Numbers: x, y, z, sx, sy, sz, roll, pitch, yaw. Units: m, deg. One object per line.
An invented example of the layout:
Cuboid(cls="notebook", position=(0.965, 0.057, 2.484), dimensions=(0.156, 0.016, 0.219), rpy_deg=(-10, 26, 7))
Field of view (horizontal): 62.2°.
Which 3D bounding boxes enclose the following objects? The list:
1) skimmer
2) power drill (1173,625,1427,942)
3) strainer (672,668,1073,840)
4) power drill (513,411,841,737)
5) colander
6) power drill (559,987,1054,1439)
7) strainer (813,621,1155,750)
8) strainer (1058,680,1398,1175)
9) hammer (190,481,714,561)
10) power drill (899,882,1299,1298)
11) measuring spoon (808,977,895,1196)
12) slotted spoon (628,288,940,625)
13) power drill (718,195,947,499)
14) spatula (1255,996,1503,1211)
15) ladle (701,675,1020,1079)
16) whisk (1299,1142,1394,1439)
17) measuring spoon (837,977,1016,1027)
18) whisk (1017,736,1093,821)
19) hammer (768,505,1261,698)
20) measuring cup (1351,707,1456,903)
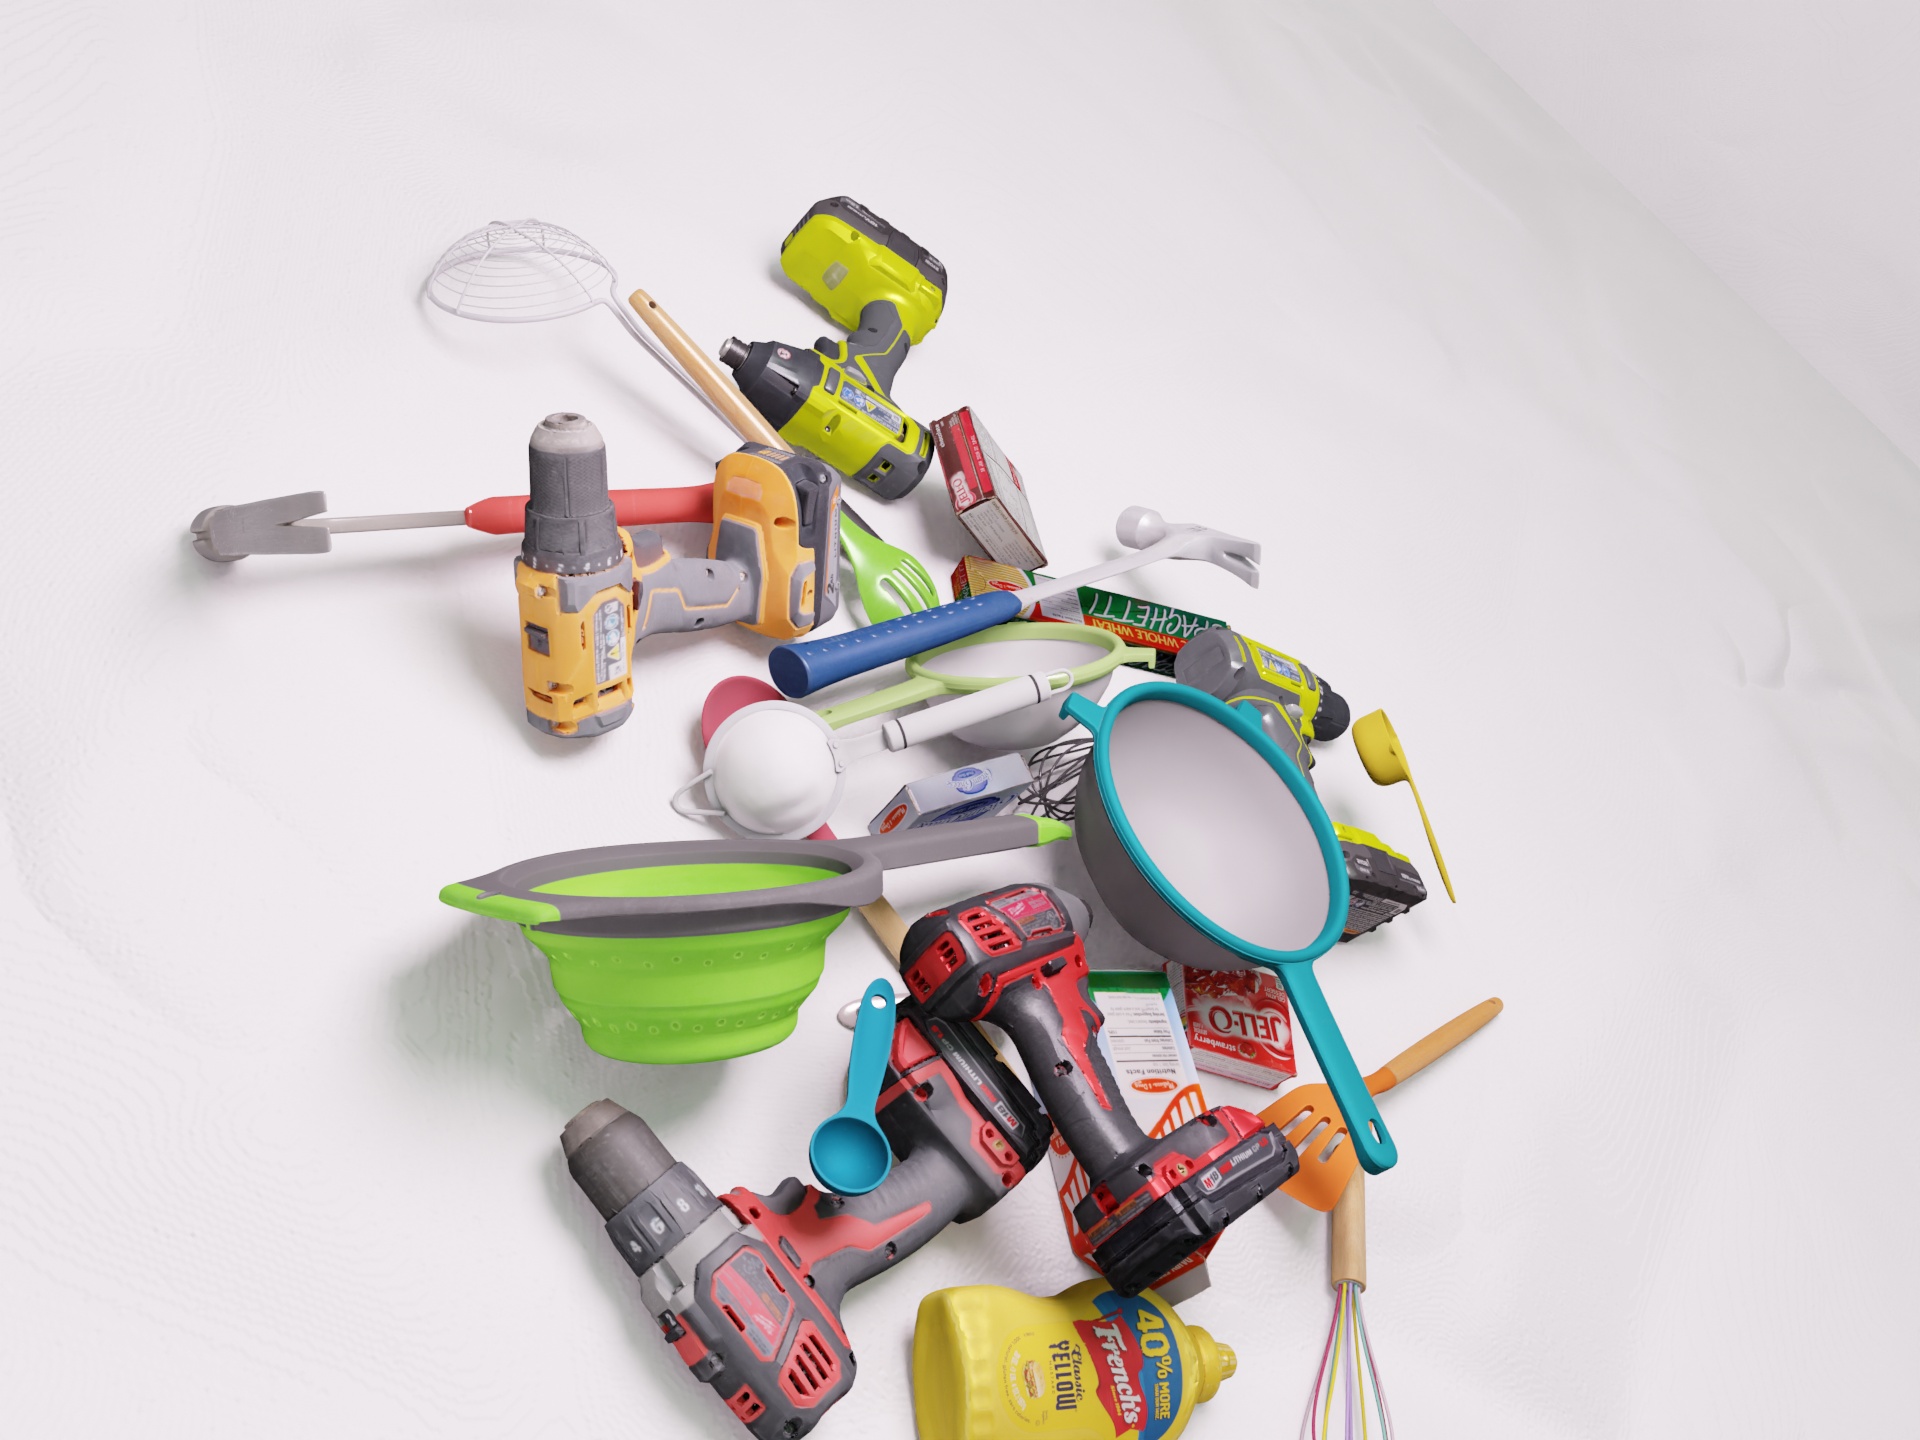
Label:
Cuboid(cls="skimmer", position=(-0.205, -0.218, 1.123), dimensions=(0.363, 0.090, 0.127), rpy_deg=(42, 36, -15))
Cuboid(cls="power drill", position=(0.263, 0.046, 1.202), dimensions=(0.190, 0.080, 0.229), rpy_deg=(18, 46, -43))
Cuboid(cls="strainer", position=(-0.048, 0.011, 0.964), dimensions=(0.258, 0.050, 0.087), rpy_deg=(-19, 97, -15))
Cuboid(cls="power drill", position=(-0.171, -0.108, 0.958), dimensions=(0.084, 0.185, 0.226), rpy_deg=(21, 32, 31))
Cuboid(cls="colander", position=(-0.082, 0.116, 0.881), dimensions=(0.397, 0.204, 0.094), rpy_deg=(-5, 95, -43))
Cuboid(cls="power drill", position=(-0.079, 0.233, 0.831), dimensions=(0.188, 0.080, 0.227), rpy_deg=(49, 47, 8))
Cuboid(cls="strainer", position=(-0.002, -0.003, 1.055), dimensions=(0.256, 0.152, 0.069), rpy_deg=(-19, 112, -35))
Cuboid(cls="strainer", position=(0.170, 0.138, 1.022), dimensions=(0.211, 0.095, 0.341), rpy_deg=(2, 56, -42))
Cuboid(cls="hammer", position=(-0.257, -0.126, 0.961), dimensions=(0.359, 0.149, 0.036), rpy_deg=(-12, 101, -46))
Cuboid(cls="power drill", position=(0.074, 0.183, 0.865), dimensions=(0.143, 0.078, 0.220), rpy_deg=(-10, 57, -52))
Cuboid(cls="measuring spoon", position=(-0.052, 0.189, 0.820), dimensions=(0.042, 0.021, 0.129), rpy_deg=(19, 43, -9))
Cuboid(cls="slotted spoon", position=(-0.117, -0.172, 1.097), dimensions=(0.313, 0.031, 0.070), rpy_deg=(48, 50, -12))
Cuboid(cls="power drill", position=(-0.091, -0.292, 1.217), dimensions=(0.171, 0.080, 0.223), rpy_deg=(30, 46, -25))
Cuboid(cls="spatula", position=(0.305, 0.249, 1.110), dimensions=(0.081, 0.041, 0.322), rpy_deg=(30, 27, 34))
Cuboid(cls="ladle", position=(-0.058, 0.105, 0.977), dimensions=(0.069, 0.031, 0.315), rpy_deg=(-32, 80, -35))
Cuboid(cls="whisk", position=(0.236, 0.364, 0.970), dimensions=(0.047, 0.051, 0.245), rpy_deg=(25, 43, -10))
Cuboid(cls="measuring spoon", position=(-0.011, 0.169, 0.943), dimensions=(0.124, 0.018, 0.034), rpy_deg=(-2, 71, -17))
Cuboid(cls="whisk", position=(0.115, 0.020, 1.153), dimensions=(0.055, 0.055, 0.239), rpy_deg=(51, 40, 9))
Cuboid(cls="hammer", position=(0.046, -0.085, 1.110), dimensions=(0.405, 0.035, 0.144), rpy_deg=(-21, 30, -38))
Cuboid(cls="measuring cup", position=(0.331, 0.068, 1.191), dimensions=(0.156, 0.029, 0.062), rpy_deg=(69, 19, -1))
